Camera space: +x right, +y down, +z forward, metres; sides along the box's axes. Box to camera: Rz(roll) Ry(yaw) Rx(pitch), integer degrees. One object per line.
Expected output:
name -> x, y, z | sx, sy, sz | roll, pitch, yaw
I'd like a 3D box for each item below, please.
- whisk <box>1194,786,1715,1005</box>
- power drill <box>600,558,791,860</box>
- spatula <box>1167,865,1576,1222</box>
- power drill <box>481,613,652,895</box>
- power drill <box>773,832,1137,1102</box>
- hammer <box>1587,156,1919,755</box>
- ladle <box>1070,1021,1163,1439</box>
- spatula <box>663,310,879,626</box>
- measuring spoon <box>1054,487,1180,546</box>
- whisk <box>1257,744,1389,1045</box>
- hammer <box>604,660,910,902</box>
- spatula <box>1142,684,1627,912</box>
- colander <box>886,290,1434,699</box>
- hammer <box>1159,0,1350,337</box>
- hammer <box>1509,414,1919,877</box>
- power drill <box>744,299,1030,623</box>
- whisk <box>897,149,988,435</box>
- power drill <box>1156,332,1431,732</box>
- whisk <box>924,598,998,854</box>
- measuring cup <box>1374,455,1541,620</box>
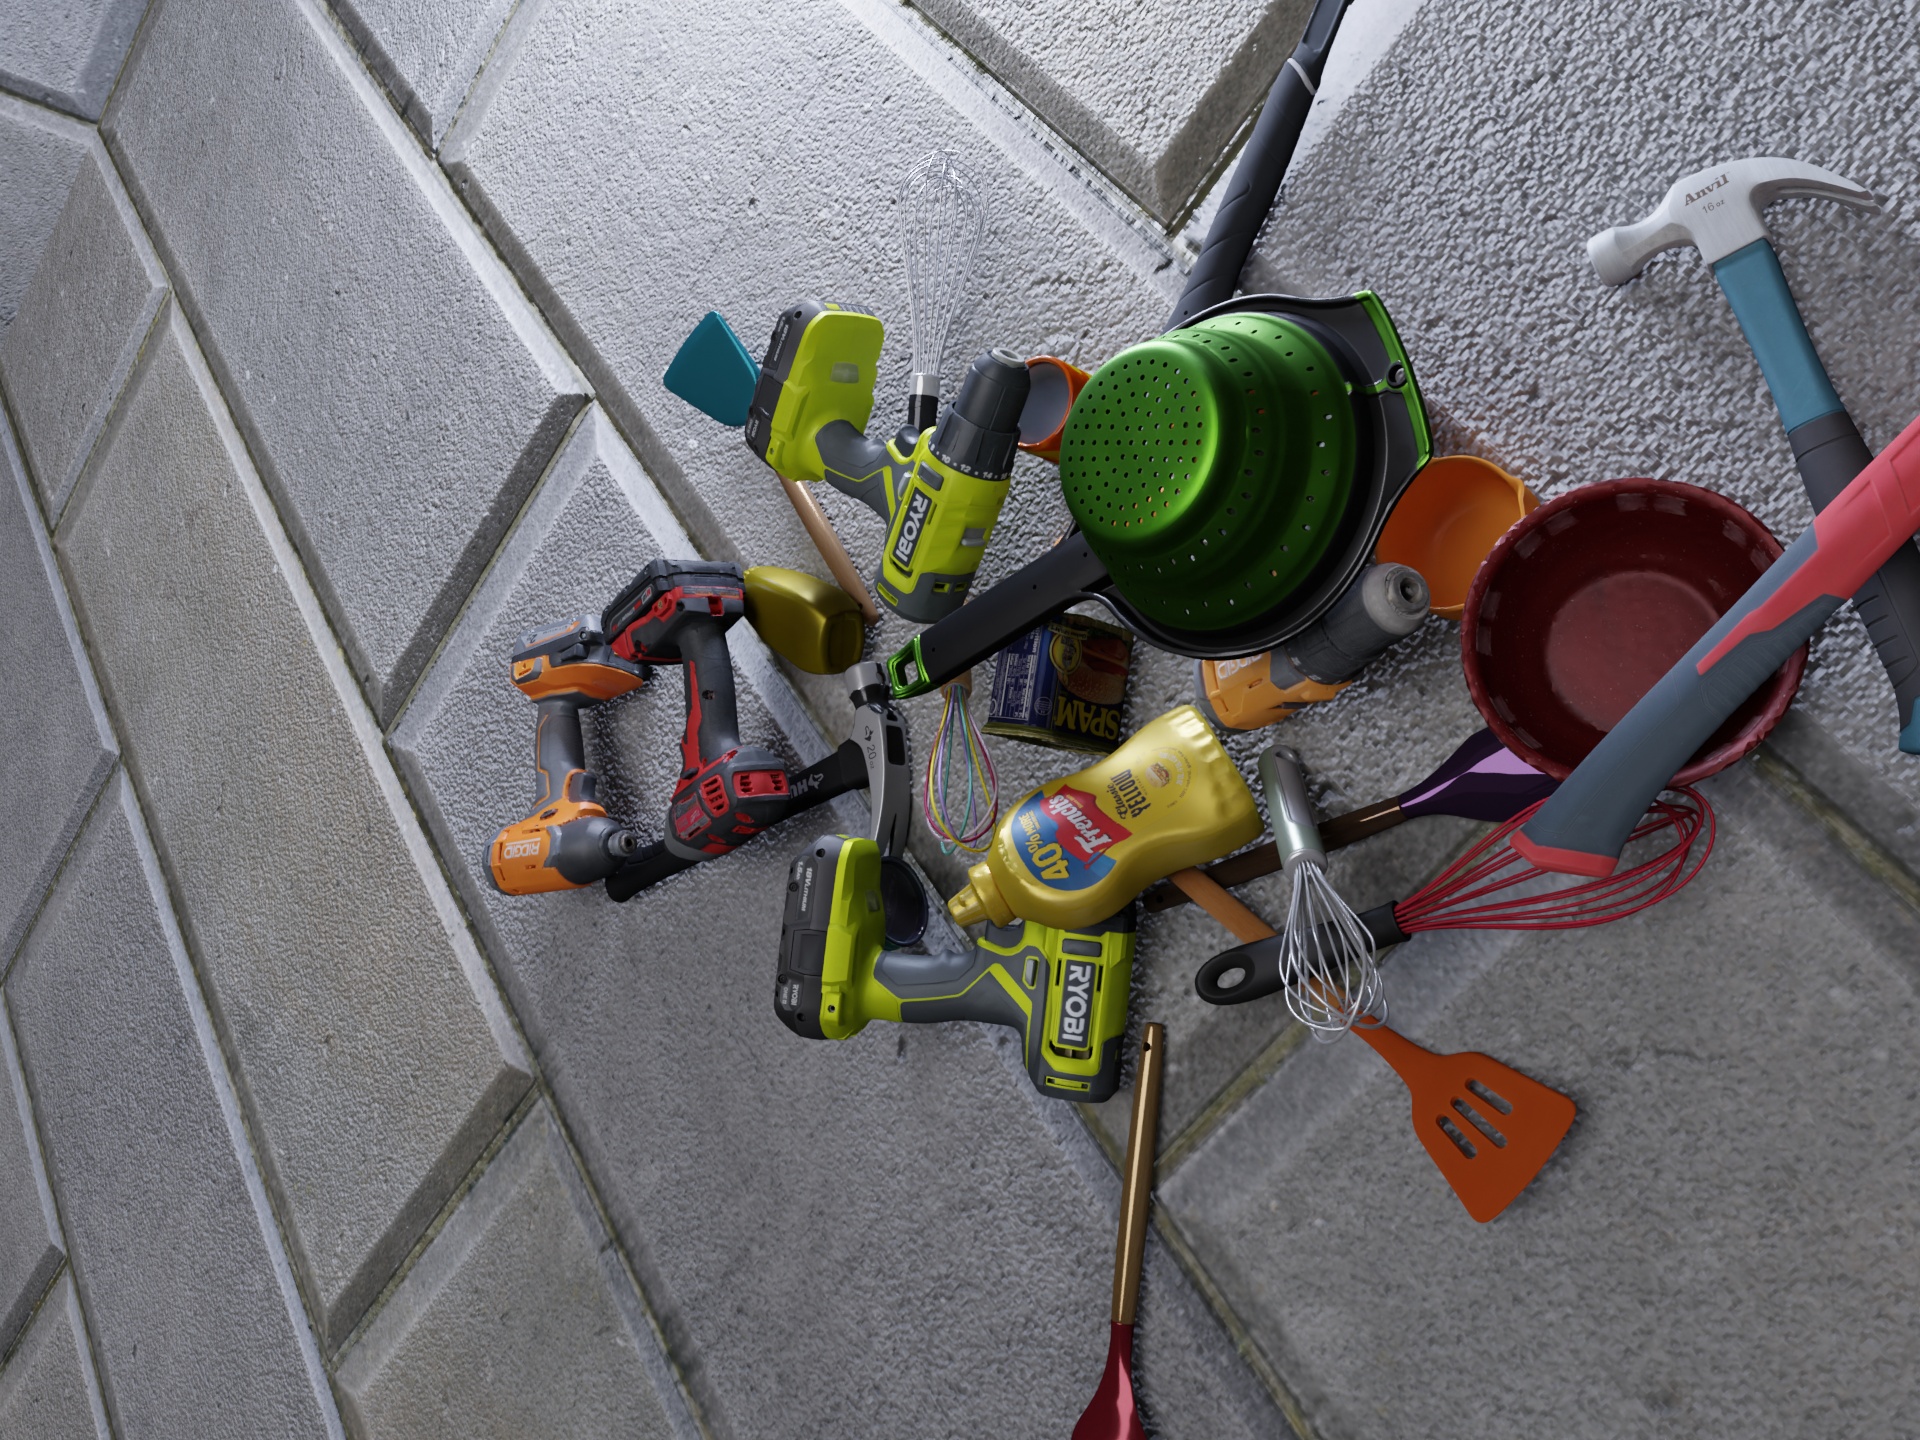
whisk -> 0.255, 0.101, 0.857 | 0.296, 0.073, 0.073 | -26, 67, 29
power drill -> -0.204, -0.003, 1.222 | 0.143, 0.078, 0.220 | -34, 65, 46
spatula -> 0.200, 0.148, 0.917 | 0.323, 0.041, 0.081 | 40, 96, 31
power drill -> -0.322, 0.031, 1.342 | 0.164, 0.084, 0.227 | -10, 69, 38
power drill -> 0.001, 0.144, 1.034 | 0.223, 0.080, 0.171 | 6, 88, 14
hammer -> 0.427, -0.133, 0.786 | 0.128, 0.033, 0.331 | -27, 67, 35
ladle -> 0.105, 0.347, 0.988 | 0.069, 0.031, 0.315 | 1, 83, 41
spatula -> -0.145, -0.194, 1.269 | 0.082, 0.044, 0.318 | -47, 58, 26
measuring spoon -> 0.108, -0.134, 1.068 | 0.117, 0.011, 0.021 | -23, 69, 36
whisk -> 0.190, 0.084, 0.868 | 0.247, 0.057, 0.059 | -87, 17, -58
hammer -> -0.168, 0.083, 1.252 | 0.335, 0.035, 0.146 | -26, 67, 35
spatula -> 0.237, 0.061, 0.926 | 0.316, 0.018, 0.060 | -26, 78, 34
colander -> 0.066, -0.106, 0.901 | 0.397, 0.094, 0.205 | -30, 64, 39
hammer -> 0.219, -0.428, 1.005 | 0.149, 0.036, 0.409 | 32, 104, 40
hammer -> 0.393, -0.083, 0.744 | 0.386, 0.038, 0.143 | -49, 64, 11
power drill -> -0.048, -0.203, 1.113 | 0.229, 0.080, 0.190 | 44, 125, 35
whisk -> -0.024, -0.279, 1.177 | 0.070, 0.070, 0.284 | 7, 92, 40
power drill -> 0.189, -0.120, 0.917 | 0.185, 0.084, 0.226 | 145, 121, -64
whisk -> 0.000, -0.002, 1.065 | 0.245, 0.047, 0.051 | -92, 12, -47
measuring cup -> 0.271, -0.134, 0.907 | 0.095, 0.052, 0.174 | -37, 57, 31
